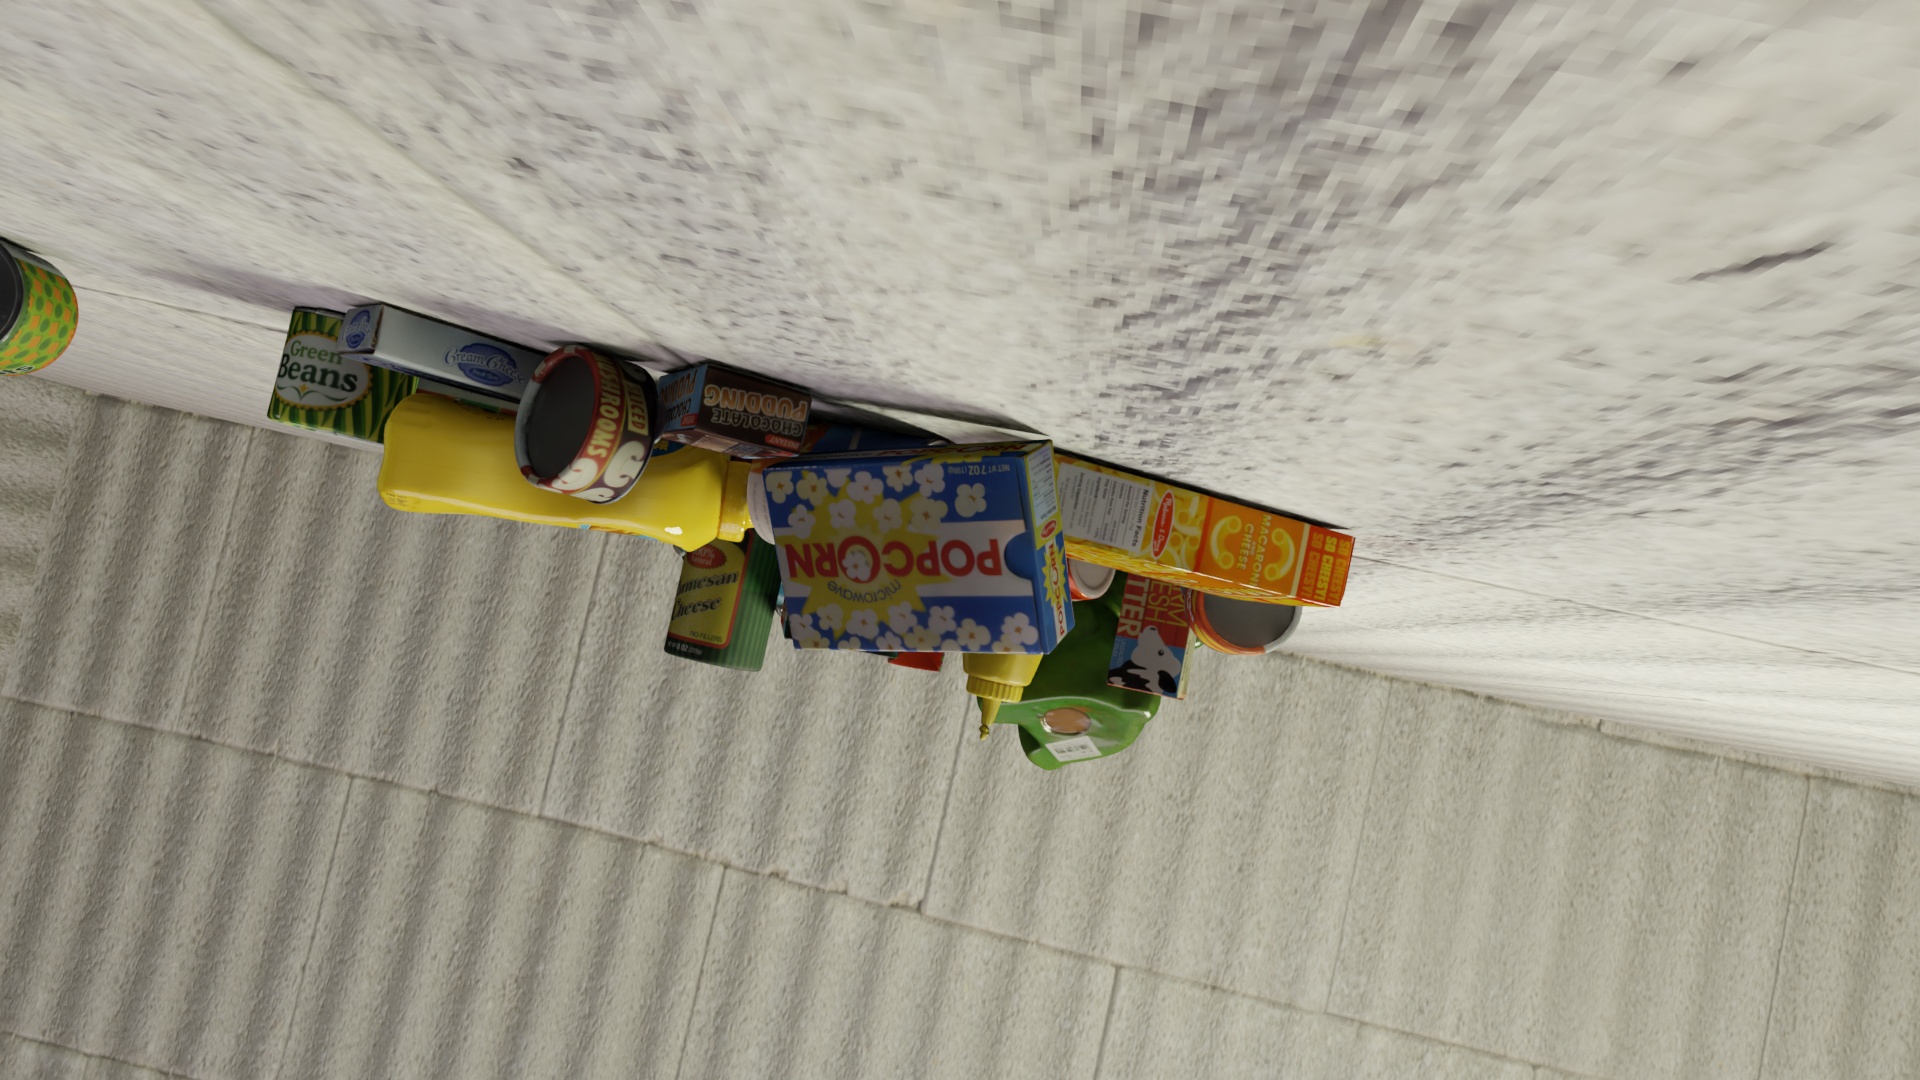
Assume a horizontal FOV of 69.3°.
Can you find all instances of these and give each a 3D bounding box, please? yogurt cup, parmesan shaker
[{"bbox_3d":[0.055,0.006,0.809,0.054,0.072,0.072,-1,169,37],"label":"yogurt cup"},{"bbox_3d":[-0.149,0.030,0.908,0.071,0.103,0.071,12,176,1],"label":"parmesan shaker"}]

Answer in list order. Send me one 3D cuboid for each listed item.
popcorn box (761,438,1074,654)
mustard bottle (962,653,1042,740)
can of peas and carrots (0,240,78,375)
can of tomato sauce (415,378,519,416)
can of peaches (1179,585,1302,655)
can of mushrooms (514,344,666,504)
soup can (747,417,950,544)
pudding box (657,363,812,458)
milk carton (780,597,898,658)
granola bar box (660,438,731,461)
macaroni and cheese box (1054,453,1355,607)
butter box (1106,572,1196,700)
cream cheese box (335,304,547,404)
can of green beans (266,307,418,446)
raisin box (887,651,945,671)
[{"bbox_3d":[-0.019,0.003,0.600,0.126,0.085,0.038,-1,-166,27],"label":"popcorn box"},{"bbox_3d":[0.032,0.061,0.977,0.065,0.160,0.049,11,177,38],"label":"mustard bottle"},{"bbox_3d":[-0.487,-0.115,0.689,0.071,0.071,0.058,13,177,-7],"label":"can of peas and carrots"},{"bbox_3d":[-0.260,-0.060,0.784,0.083,0.071,0.071,12,176,10],"label":"can of tomato sauce"},{"bbox_3d":[0.175,0.039,0.873,0.071,0.071,0.058,12,176,2],"label":"can of peaches"},{"bbox_3d":[-0.165,-0.052,0.615,0.071,0.071,0.033,9,174,42],"label":"can of mushrooms"},{"bbox_3d":[-0.049,-0.024,0.673,0.084,0.071,0.071,12,176,25],"label":"soup can"},{"bbox_3d":[-0.103,-0.056,0.616,0.050,0.030,0.083,13,177,-26],"label":"pudding box"},{"bbox_3d":[-0.079,0.030,0.932,0.072,0.073,0.190,10,179,-9],"label":"milk carton"},{"bbox_3d":[-0.155,-0.046,0.898,0.124,0.039,0.165,11,177,19],"label":"granola bar box"},{"bbox_3d":[0.089,-0.004,0.690,0.166,0.040,0.123,14,177,-21],"label":"macaroni and cheese box"},{"bbox_3d":[0.138,0.055,0.961,0.053,0.103,0.024,9,175,22],"label":"butter box"},{"bbox_3d":[-0.237,-0.085,0.664,0.104,0.024,0.053,15,175,-41],"label":"cream cheese box"},{"bbox_3d":[-0.316,-0.083,0.718,0.071,0.058,0.071,12,176,1],"label":"can of green beans"},{"bbox_3d":[-0.023,0.029,0.977,0.040,0.085,0.124,11,-163,-2],"label":"raisin box"}]
